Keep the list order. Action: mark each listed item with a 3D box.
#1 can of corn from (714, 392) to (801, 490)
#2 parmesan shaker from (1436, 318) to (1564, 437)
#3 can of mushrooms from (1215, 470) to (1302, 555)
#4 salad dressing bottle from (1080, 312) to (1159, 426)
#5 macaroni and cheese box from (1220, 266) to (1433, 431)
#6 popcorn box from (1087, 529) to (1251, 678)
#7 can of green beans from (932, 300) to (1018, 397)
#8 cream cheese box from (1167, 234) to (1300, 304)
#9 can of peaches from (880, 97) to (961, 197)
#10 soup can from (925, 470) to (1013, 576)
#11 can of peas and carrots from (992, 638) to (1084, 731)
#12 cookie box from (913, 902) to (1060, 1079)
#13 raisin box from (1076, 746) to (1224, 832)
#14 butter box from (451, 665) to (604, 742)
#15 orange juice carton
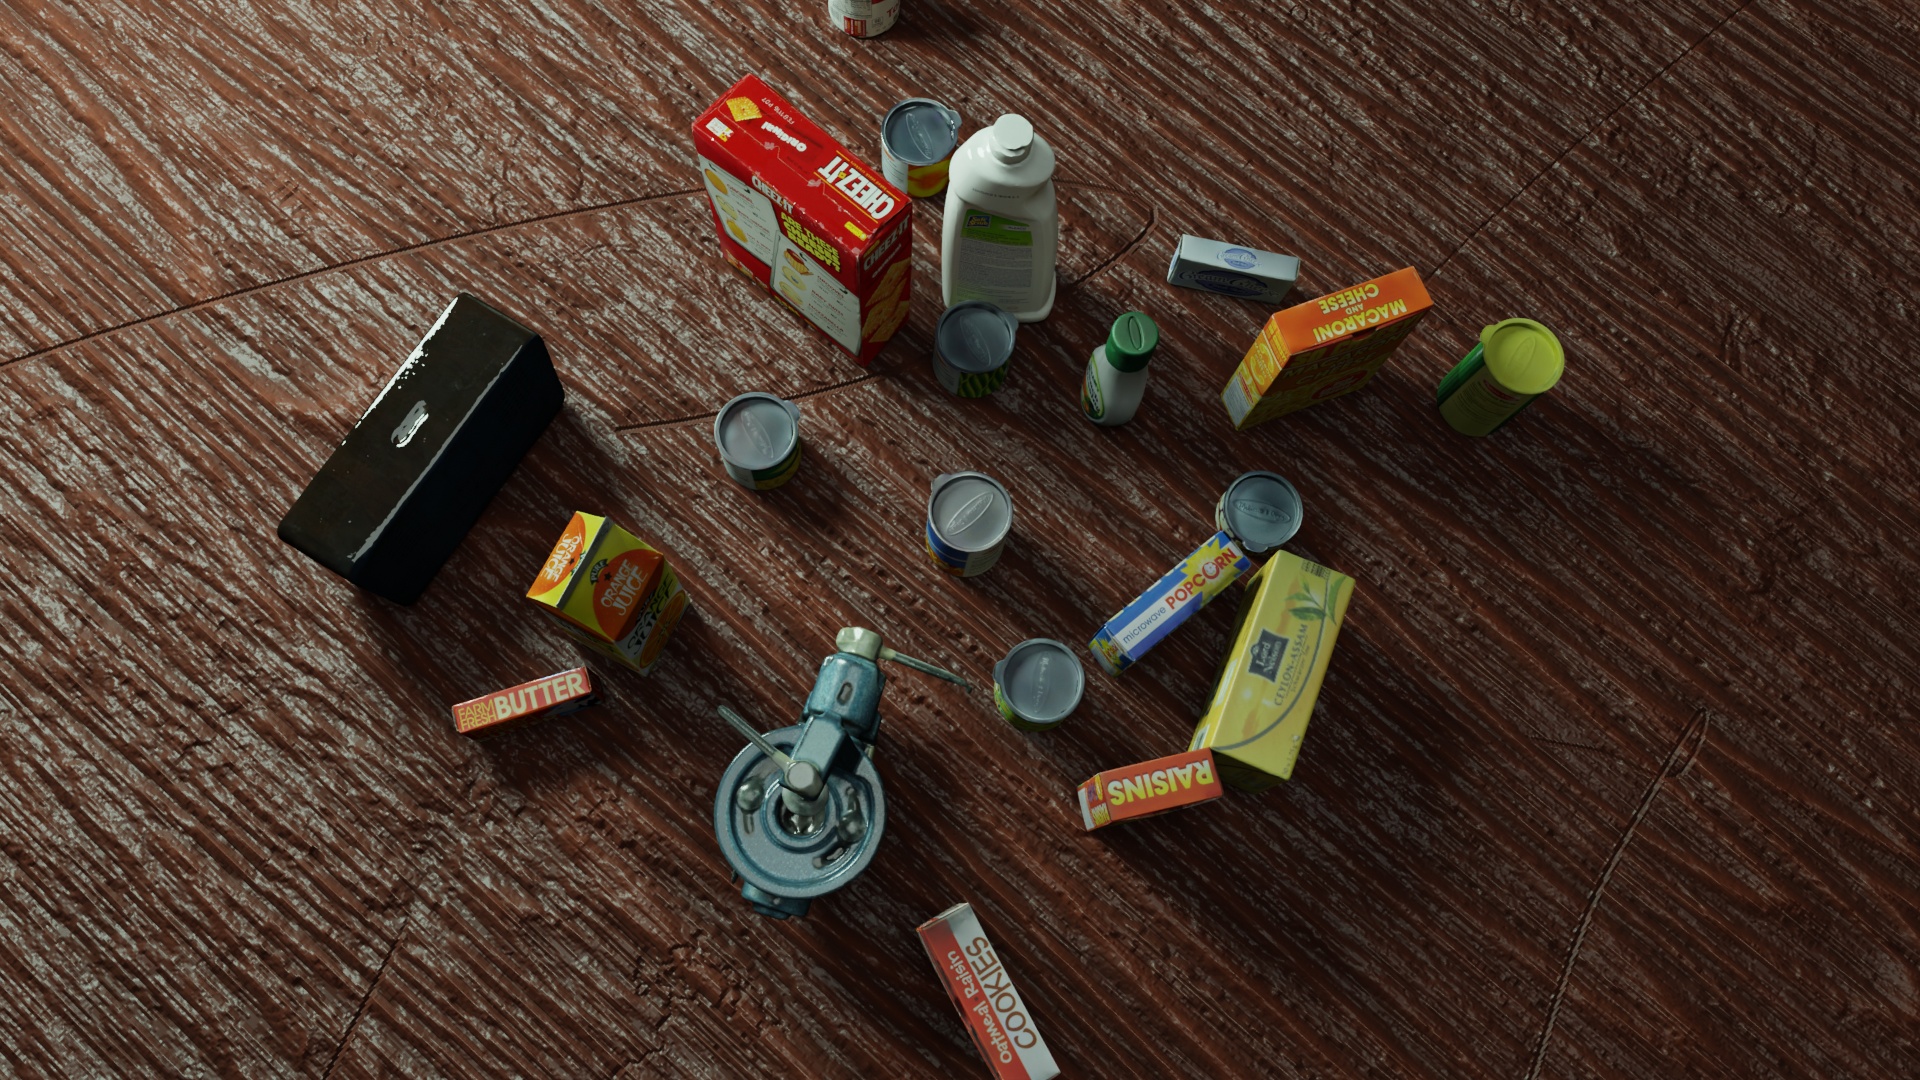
[{"bbox_3d":[-0.162,-0.081,1.132,0.071,0.058,0.071,1,74,-3],"label":"can of corn"},{"bbox_3d":[0.447,-0.136,1.162,0.071,0.102,0.071,1,74,-3],"label":"parmesan shaker"},{"bbox_3d":[0.246,-0.020,1.153,0.071,0.033,0.071,1,74,-3],"label":"can of mushrooms"},{"bbox_3d":[0.129,-0.138,1.120,0.044,0.147,0.064,-8,75,-5],"label":"salad dressing bottle"},{"bbox_3d":[0.292,-0.151,1.124,0.124,0.166,0.040,-20,77,-9],"label":"macaroni and cheese box"},{"bbox_3d":[0.164,0.052,1.100,0.127,0.085,0.038,-38,80,-12],"label":"popcorn box"},{"bbox_3d":[0.010,-0.160,1.166,0.071,0.057,0.071,1,74,-3],"label":"can of green beans"},{"bbox_3d":[0.235,-0.234,1.203,0.104,0.053,0.024,12,74,0],"label":"cream cheese box"},{"bbox_3d":[-0.034,-0.343,1.215,0.071,0.058,0.071,1,74,-3],"label":"can of peaches"},{"bbox_3d":[0.004,-0.014,1.110,0.071,0.083,0.071,1,74,-3],"label":"soup can"},{"bbox_3d":[0.058,0.114,1.090,0.071,0.058,0.071,1,74,-3],"label":"can of peas and carrots"},{"bbox_3d":[0.014,0.318,0.972,0.040,0.167,0.123,-28,78,-10],"label":"cookie box"},{"bbox_3d":[0.139,0.188,1.040,0.086,0.123,0.040,-11,76,-6],"label":"raisin box"},{"bbox_3d":[-0.330,0.126,1.065,0.104,0.053,0.024,-17,76,-8],"label":"butter box"},{"bbox_3d":[-0.259,0.038,1.022,0.073,0.192,0.072,26,75,4],"label":"orange juice carton"}]
